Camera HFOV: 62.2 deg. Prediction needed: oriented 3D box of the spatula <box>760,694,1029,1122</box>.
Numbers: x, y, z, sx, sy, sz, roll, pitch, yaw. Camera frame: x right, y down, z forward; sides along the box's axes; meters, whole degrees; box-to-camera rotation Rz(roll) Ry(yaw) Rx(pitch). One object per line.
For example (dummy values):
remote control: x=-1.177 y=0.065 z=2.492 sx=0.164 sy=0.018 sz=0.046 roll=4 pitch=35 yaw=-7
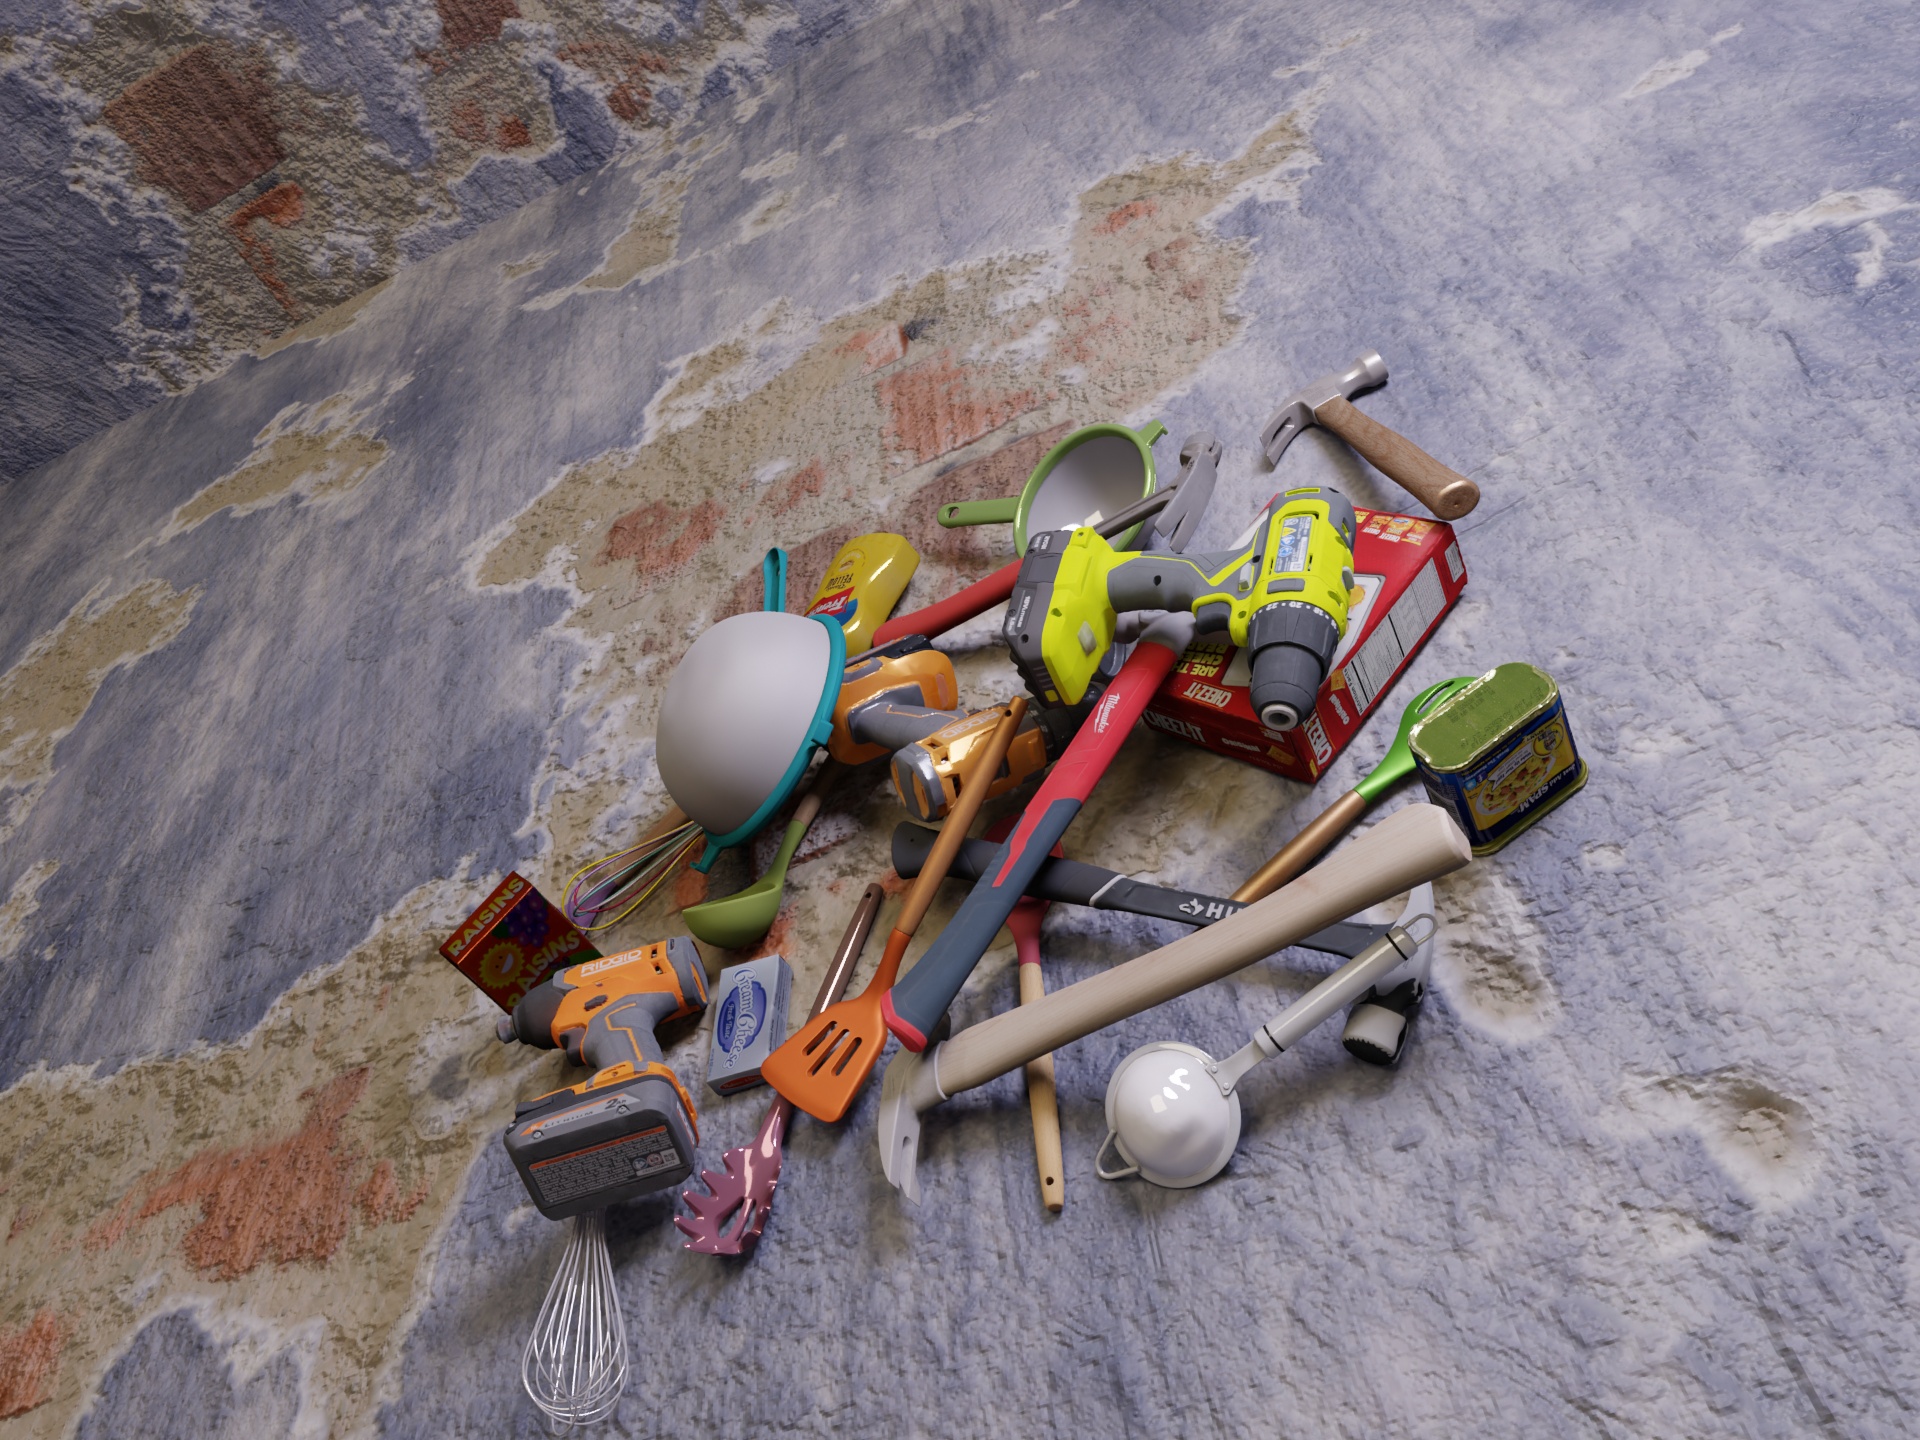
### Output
spatula: x=-0.034 y=0.125 z=1.118 sx=0.081 sy=0.041 sz=0.322 roll=25 pitch=87 yaw=37

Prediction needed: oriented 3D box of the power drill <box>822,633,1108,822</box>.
power drill: x=-0.002 y=-0.004 z=1.261 sx=0.185 sy=0.084 sz=0.226 roll=-24 pitch=26 yaw=-23

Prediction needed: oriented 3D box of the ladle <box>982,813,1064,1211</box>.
ladle: x=0.050 y=0.190 z=1.087 sx=0.069 sy=0.031 sz=0.316 roll=-19 pitch=42 yaw=14

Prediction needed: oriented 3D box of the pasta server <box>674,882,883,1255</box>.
pasta server: x=-0.116 y=0.241 z=1.138 sx=0.060 sy=0.040 sz=0.316 roll=5 pitch=49 yaw=22

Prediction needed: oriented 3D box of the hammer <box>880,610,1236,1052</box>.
hammer: x=0.075 y=0.064 z=1.089 sx=0.143 sy=0.038 sz=0.386 roll=13 pitch=58 yaw=41

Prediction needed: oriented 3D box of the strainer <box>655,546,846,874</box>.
strainer: x=-0.191 y=-0.053 z=1.334 sx=0.211 sy=0.095 sz=0.341 roll=-46 pitch=31 yaw=32

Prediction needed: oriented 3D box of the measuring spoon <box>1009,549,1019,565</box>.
measuring spoon: x=0.057 y=-0.164 z=1.470 sx=0.034 sy=0.018 sz=0.124 roll=-7 pitch=45 yaw=29

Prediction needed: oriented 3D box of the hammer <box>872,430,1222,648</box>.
hammer: x=0.056 y=-0.120 z=1.319 sx=0.359 sy=0.036 sz=0.149 roll=-25 pitch=24 yaw=38

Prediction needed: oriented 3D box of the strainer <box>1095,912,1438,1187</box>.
strainer: x=0.174 y=0.193 z=0.939 sx=0.258 sy=0.050 sz=0.087 roll=-40 pitch=67 yaw=10

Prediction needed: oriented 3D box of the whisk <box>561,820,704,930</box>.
whisk: x=-0.238 y=0.096 z=1.369 sx=0.245 sy=0.051 sz=0.047 roll=-37 pitch=65 yaw=-13

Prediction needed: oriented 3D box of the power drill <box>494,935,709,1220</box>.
power drill: x=-0.268 y=0.252 z=1.156 sx=0.164 sy=0.084 sz=0.227 roll=-16 pitch=26 yaw=-1

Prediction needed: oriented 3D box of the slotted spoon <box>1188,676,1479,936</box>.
slotted spoon: x=0.252 y=0.070 z=1.076 sx=0.314 sy=0.031 sz=0.070 roll=-40 pitch=42 yaw=-7

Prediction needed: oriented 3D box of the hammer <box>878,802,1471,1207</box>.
hammer: x=0.117 y=0.164 z=0.966 sx=0.410 sy=0.038 sz=0.146 roll=-30 pitch=30 yaw=25

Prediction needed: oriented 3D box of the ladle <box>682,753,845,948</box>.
ladle: x=-0.132 y=0.060 z=1.332 sx=0.078 sy=0.062 sz=0.320 roll=-15 pitch=36 yaw=44

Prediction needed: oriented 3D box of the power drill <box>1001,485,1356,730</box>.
power drill: x=0.151 y=-0.069 z=1.087 sx=0.228 sy=0.080 sz=0.191 roll=-3 pitch=48 yaw=26

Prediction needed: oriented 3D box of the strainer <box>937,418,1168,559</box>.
strainer: x=0.087 y=-0.180 z=1.428 sx=0.256 sy=0.069 sz=0.151 roll=3 pitch=73 yaw=46

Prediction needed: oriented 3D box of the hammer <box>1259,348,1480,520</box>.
hammer: x=0.332 y=-0.222 z=1.277 sx=0.130 sy=0.031 sz=0.332 roll=-30 pitch=24 yaw=7

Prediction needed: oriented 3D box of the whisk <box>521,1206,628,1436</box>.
whisk: x=-0.257 y=0.357 z=1.099 sx=0.070 sy=0.070 sz=0.285 roll=-25 pitch=34 yaw=10

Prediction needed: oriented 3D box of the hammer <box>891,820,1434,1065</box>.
hammer: x=0.119 y=0.114 z=1.075 sx=0.409 sy=0.036 sz=0.149 roll=9 pitch=59 yaw=35

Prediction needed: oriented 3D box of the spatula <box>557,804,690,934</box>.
spatula: x=-0.286 y=0.124 z=1.399 sx=0.316 sy=0.018 sz=0.060 roll=-45 pitch=43 yaw=-14
